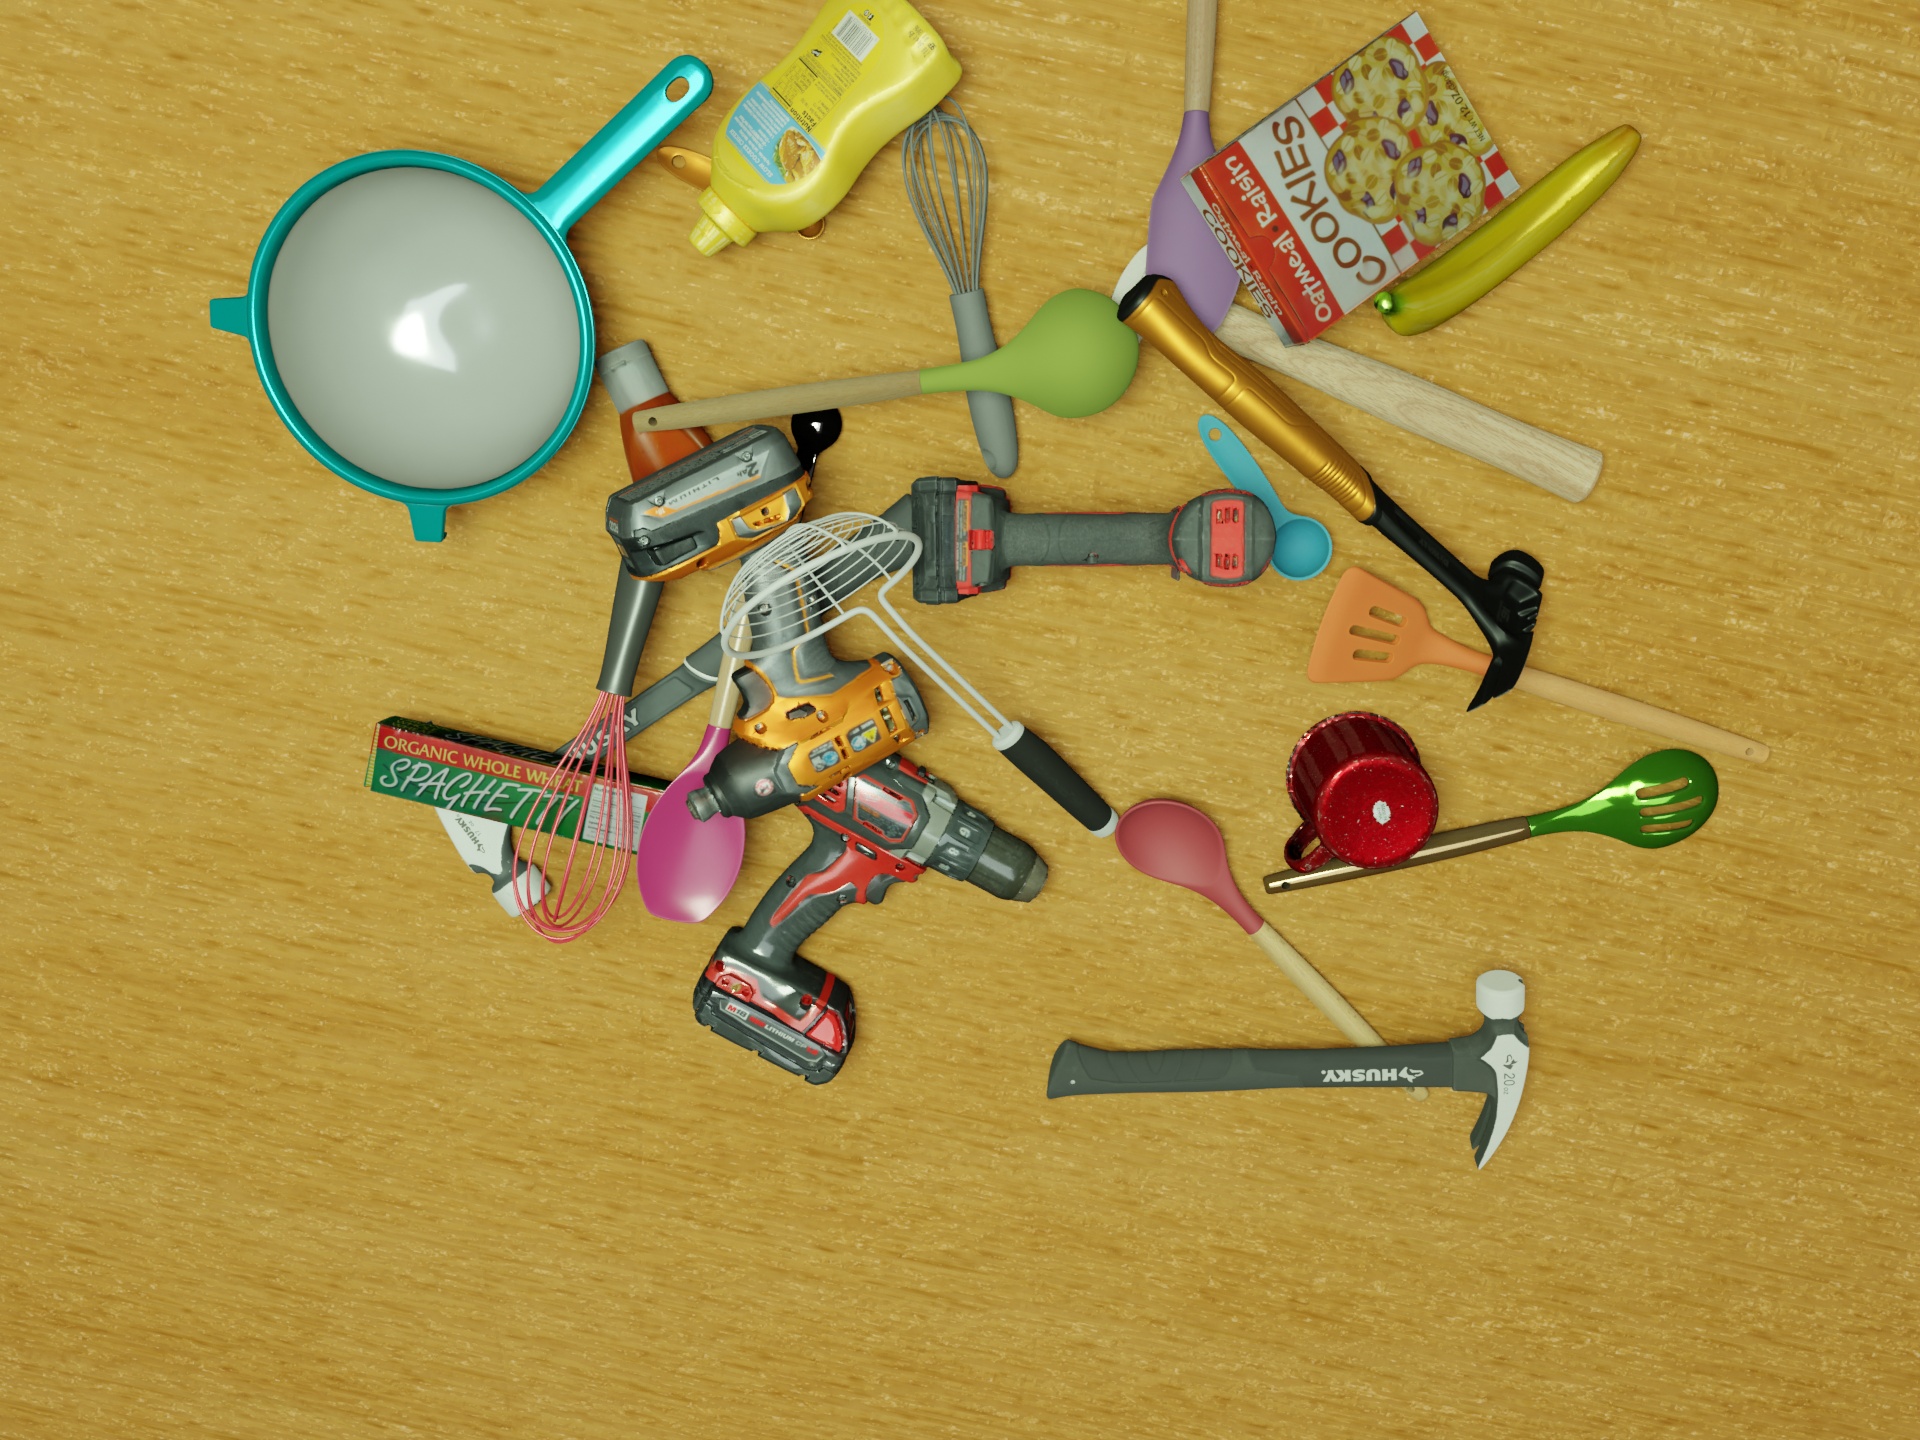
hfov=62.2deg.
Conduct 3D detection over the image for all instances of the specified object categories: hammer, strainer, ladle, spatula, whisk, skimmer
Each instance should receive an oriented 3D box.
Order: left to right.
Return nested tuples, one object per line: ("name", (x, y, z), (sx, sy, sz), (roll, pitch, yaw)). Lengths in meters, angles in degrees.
("strainer", (-0.279, -0.287, 0.992), (0.340, 0.095, 0.211), (-39, 103, 10))
("whisk", (-0.228, 0.001, 1.027), (0.073, 0.073, 0.296), (14, 92, -1))
("hammer", (-0.194, -0.029, 1.089), (0.409, 0.036, 0.149), (-33, 100, 11))
("ladle", (-0.048, -0.211, 0.994), (0.320, 0.062, 0.078), (-6, 114, 9))
("skimmer", (-0.002, -0.003, 0.977), (0.127, 0.090, 0.362), (-33, 130, 18))
("whisk", (0.007, -0.270, 1.006), (0.055, 0.055, 0.238), (-11, 109, 6))
("spatula", (0.146, -0.394, 0.960), (0.060, 0.018, 0.316), (2, 98, 5))
("hammer", (0.227, 0.252, 1.130), (0.335, 0.035, 0.146), (-4, 113, 9))
("ladle", (0.227, 0.163, 1.122), (0.315, 0.031, 0.069), (45, 122, -11))
("hammer", (0.227, -0.148, 0.975), (0.336, 0.127, 0.034), (38, 141, -13))
("hammer", (0.254, -0.219, 1.014), (0.331, 0.031, 0.130), (21, 106, -3))
("spatula", (0.388, -0.022, 1.056), (0.322, 0.041, 0.081), (17, 105, -3))

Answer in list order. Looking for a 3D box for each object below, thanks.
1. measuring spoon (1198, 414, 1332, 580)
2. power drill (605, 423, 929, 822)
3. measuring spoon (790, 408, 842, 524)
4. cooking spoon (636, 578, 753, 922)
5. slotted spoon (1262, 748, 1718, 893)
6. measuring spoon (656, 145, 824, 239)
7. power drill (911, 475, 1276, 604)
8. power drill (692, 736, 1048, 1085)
("measuring spoon", (0.197, -0.148, 1.047), (0.042, 0.021, 0.128), (-36, 91, 7))
("power drill", (-0.132, -0.051, 0.992), (0.164, 0.084, 0.226), (-30, 112, -14))
("measuring spoon", (-0.110, -0.152, 1.043), (0.034, 0.018, 0.124), (18, 91, 9))
("cooking spoon", (-0.152, -0.021, 1.043), (0.068, 0.017, 0.319), (13, 95, -13))
("slotted spoon", (0.364, 0.081, 1.093), (0.314, 0.031, 0.070), (-13, 107, 8))
("measuring spoon", (-0.140, -0.337, 1.015), (0.117, 0.011, 0.021), (25, 92, -1))
("power drill", (0.086, -0.115, 1.002), (0.219, 0.143, 0.078), (1, 97, 9))
("power drill", (-0.065, 0.137, 1.107), (0.188, 0.080, 0.226), (29, 102, -5))
